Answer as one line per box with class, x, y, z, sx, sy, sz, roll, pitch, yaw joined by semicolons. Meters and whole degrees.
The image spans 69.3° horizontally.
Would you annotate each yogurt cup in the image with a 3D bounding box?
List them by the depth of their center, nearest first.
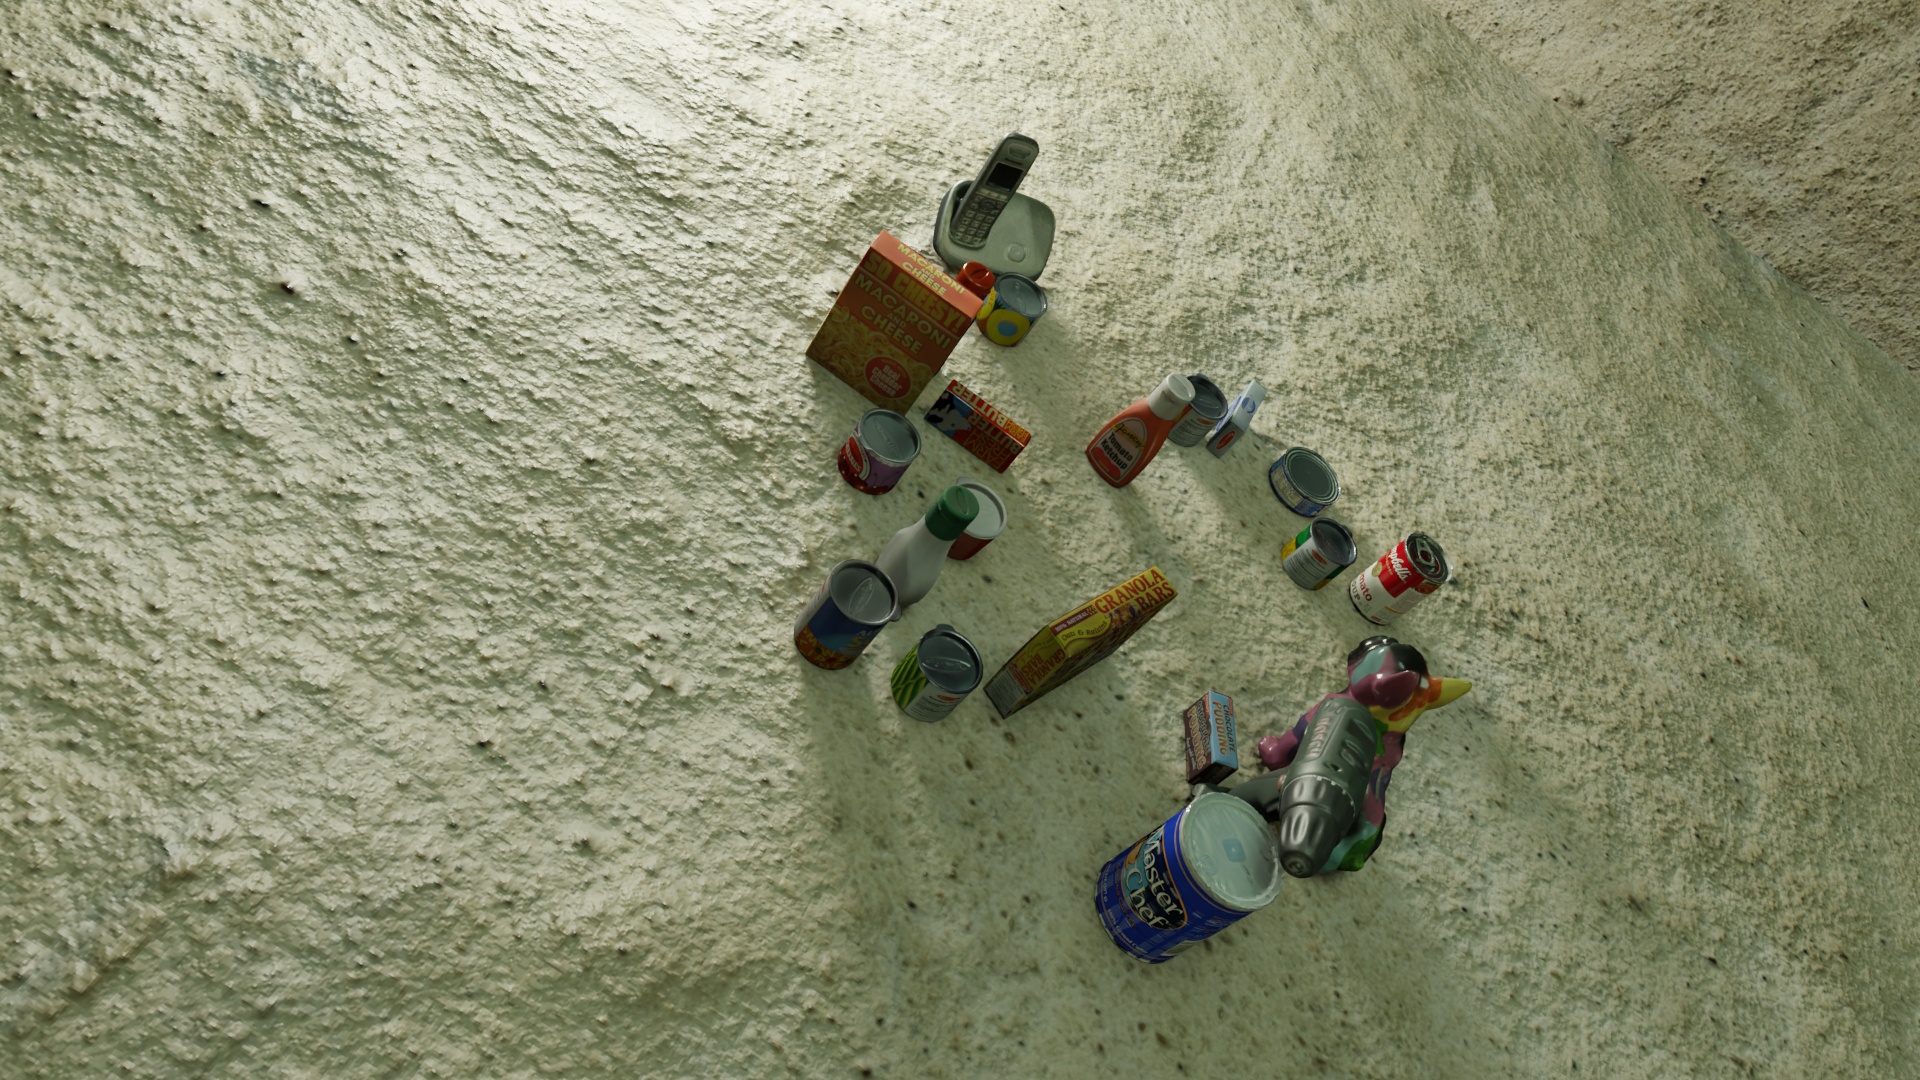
yogurt cup;0.005;-0.017;1.373;0.072;0.053;0.073;17;49;-21

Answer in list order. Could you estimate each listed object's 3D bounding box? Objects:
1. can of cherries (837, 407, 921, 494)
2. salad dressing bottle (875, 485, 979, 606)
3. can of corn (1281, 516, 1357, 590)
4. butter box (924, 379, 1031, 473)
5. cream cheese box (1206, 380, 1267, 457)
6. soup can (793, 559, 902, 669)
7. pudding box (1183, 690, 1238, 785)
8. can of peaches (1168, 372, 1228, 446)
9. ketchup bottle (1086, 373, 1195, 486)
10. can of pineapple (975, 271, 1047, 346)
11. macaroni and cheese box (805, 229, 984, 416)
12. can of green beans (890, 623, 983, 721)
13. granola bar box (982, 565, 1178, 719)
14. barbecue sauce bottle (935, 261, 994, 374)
can of cherries;-0.083;-0.087;1.367;0.071;0.058;0.072;17;49;-21
salad dressing bottle;-0.032;0.005;1.266;0.044;0.147;0.064;5;55;-30
can of corn;0.416;0.015;1.609;0.071;0.058;0.071;17;49;-21
butter box;0.019;-0.119;1.460;0.103;0.053;0.024;35;45;-5
cream cheese box;0.335;-0.148;1.685;0.024;0.053;0.104;39;45;-2
soup can;-0.099;0.068;1.220;0.071;0.083;0.072;17;49;-21
pudding box;0.247;0.196;1.368;0.030;0.049;0.084;21;48;-19
can of peaches;0.274;-0.155;1.648;0.071;0.057;0.071;17;49;-21
ketchup bottle;0.199;-0.123;1.511;0.044;0.148;0.065;-30;76;-43
can of pineapple;0.056;-0.265;1.592;0.071;0.057;0.071;17;49;-21
macaroni and cheese box;-0.068;-0.214;1.397;0.124;0.165;0.040;35;45;-5
can of green beans;-0.022;0.121;1.247;0.071;0.057;0.071;17;49;-21
granola bar box;0.113;0.094;1.308;0.166;0.123;0.039;-25;73;-42
barbecue sauce bottle;-0.014;-0.229;1.456;0.044;0.147;0.065;48;46;8
